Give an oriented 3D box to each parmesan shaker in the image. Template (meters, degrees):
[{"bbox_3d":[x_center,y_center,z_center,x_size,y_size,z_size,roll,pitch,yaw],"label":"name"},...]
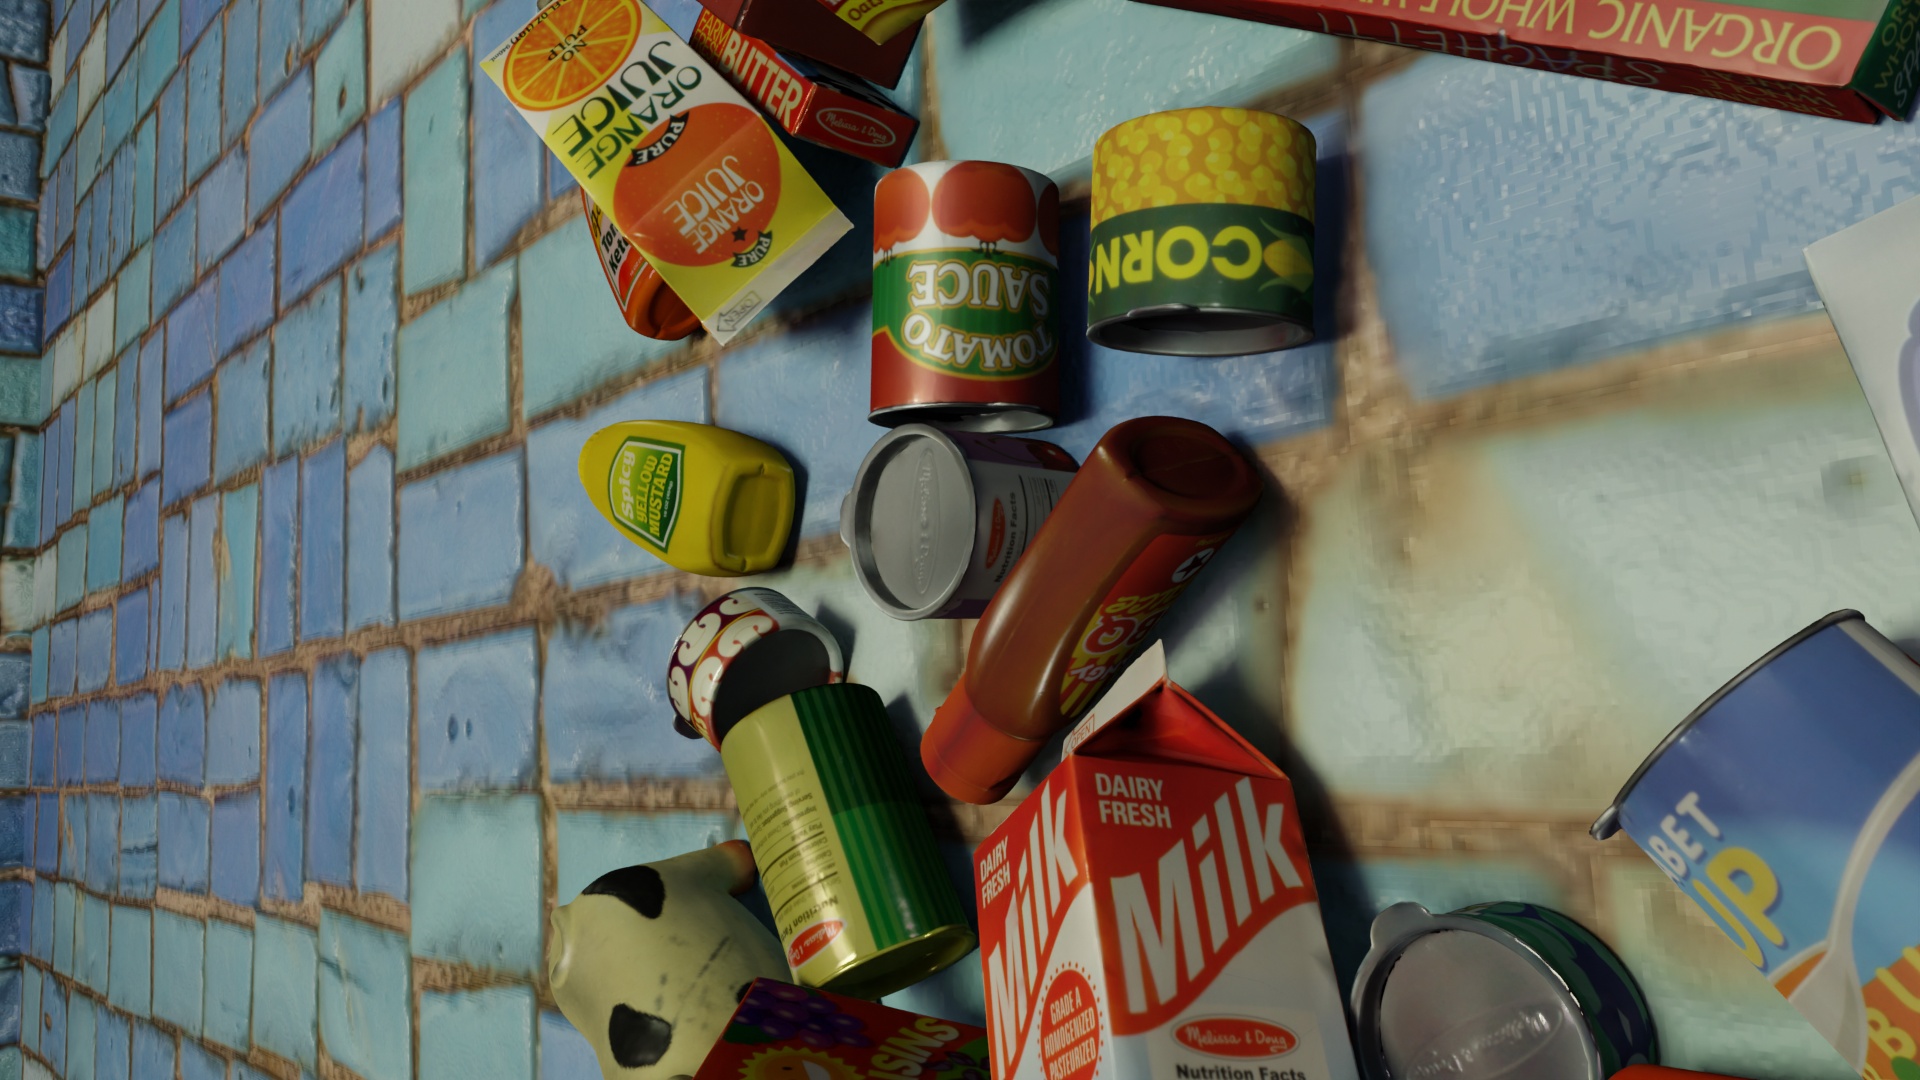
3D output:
[{"bbox_3d":[-0.041,0.111,0.517,0.071,0.071,0.103,-46,55,36],"label":"parmesan shaker"}]

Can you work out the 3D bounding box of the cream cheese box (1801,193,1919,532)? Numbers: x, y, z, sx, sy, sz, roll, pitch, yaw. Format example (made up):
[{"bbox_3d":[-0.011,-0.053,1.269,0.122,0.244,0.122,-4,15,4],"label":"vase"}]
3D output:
[{"bbox_3d":[0.216,-0.024,0.276,0.053,0.024,0.104,-29,66,44],"label":"cream cheese box"}]

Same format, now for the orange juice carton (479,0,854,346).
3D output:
[{"bbox_3d":[-0.120,-0.158,0.587,0.072,0.073,0.193,-41,57,-1],"label":"orange juice carton"}]

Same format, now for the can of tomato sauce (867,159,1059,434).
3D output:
[{"bbox_3d":[0.002,-0.082,0.482,0.071,0.071,0.083,-4,84,47],"label":"can of tomato sauce"}]

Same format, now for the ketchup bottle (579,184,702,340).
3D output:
[{"bbox_3d":[-0.158,-0.168,0.682,0.064,0.043,0.149,-48,54,26],"label":"ketchup bottle"}]

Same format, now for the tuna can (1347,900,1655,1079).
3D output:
[{"bbox_3d":[0.133,0.123,0.348,0.071,0.033,0.071,-4,84,47],"label":"tuna can"}]

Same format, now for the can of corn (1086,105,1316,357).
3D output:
[{"bbox_3d":[0.070,-0.088,0.406,0.071,0.071,0.058,-2,85,48],"label":"can of corn"}]

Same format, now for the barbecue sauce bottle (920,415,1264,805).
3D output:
[{"bbox_3d":[0.034,0.027,0.445,0.044,0.065,0.147,50,129,24],"label":"barbecue sauce bottle"}]

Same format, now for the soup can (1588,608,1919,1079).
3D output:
[{"bbox_3d":[0.182,0.068,0.273,0.084,0.071,0.071,54,125,35],"label":"soup can"}]

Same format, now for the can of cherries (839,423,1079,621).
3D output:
[{"bbox_3d":[0.002,-0.006,0.484,0.071,0.058,0.071,-3,86,48],"label":"can of cherries"}]

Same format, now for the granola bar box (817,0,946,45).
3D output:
[{"bbox_3d":[0.021,-0.259,0.469,0.165,0.039,0.124,-15,57,46],"label":"granola bar box"}]

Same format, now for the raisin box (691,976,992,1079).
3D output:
[{"bbox_3d":[-0.018,0.181,0.427,0.123,0.086,0.040,12,97,5],"label":"raisin box"}]

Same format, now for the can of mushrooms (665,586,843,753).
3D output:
[{"bbox_3d":[-0.084,0.057,0.565,0.033,0.071,0.071,30,109,43],"label":"can of mushrooms"}]

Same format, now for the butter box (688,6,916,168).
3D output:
[{"bbox_3d":[-0.068,-0.190,0.577,0.104,0.053,0.024,47,119,39],"label":"butter box"}]

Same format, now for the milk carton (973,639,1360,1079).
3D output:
[{"bbox_3d":[0.053,0.125,0.377,0.072,0.073,0.191,124,149,-48],"label":"milk carton"}]

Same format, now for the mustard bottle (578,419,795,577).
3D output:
[{"bbox_3d":[-0.139,-0.026,0.645,0.160,0.049,0.065,17,98,47],"label":"mustard bottle"}]

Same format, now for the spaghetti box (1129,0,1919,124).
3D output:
[{"bbox_3d":[0.129,-0.162,0.378,0.250,0.029,0.050,32,110,44],"label":"spaghetti box"}]

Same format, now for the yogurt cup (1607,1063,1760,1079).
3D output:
[{"bbox_3d":[0.165,0.144,0.290,0.054,0.072,0.072,-4,84,56],"label":"yogurt cup"}]
